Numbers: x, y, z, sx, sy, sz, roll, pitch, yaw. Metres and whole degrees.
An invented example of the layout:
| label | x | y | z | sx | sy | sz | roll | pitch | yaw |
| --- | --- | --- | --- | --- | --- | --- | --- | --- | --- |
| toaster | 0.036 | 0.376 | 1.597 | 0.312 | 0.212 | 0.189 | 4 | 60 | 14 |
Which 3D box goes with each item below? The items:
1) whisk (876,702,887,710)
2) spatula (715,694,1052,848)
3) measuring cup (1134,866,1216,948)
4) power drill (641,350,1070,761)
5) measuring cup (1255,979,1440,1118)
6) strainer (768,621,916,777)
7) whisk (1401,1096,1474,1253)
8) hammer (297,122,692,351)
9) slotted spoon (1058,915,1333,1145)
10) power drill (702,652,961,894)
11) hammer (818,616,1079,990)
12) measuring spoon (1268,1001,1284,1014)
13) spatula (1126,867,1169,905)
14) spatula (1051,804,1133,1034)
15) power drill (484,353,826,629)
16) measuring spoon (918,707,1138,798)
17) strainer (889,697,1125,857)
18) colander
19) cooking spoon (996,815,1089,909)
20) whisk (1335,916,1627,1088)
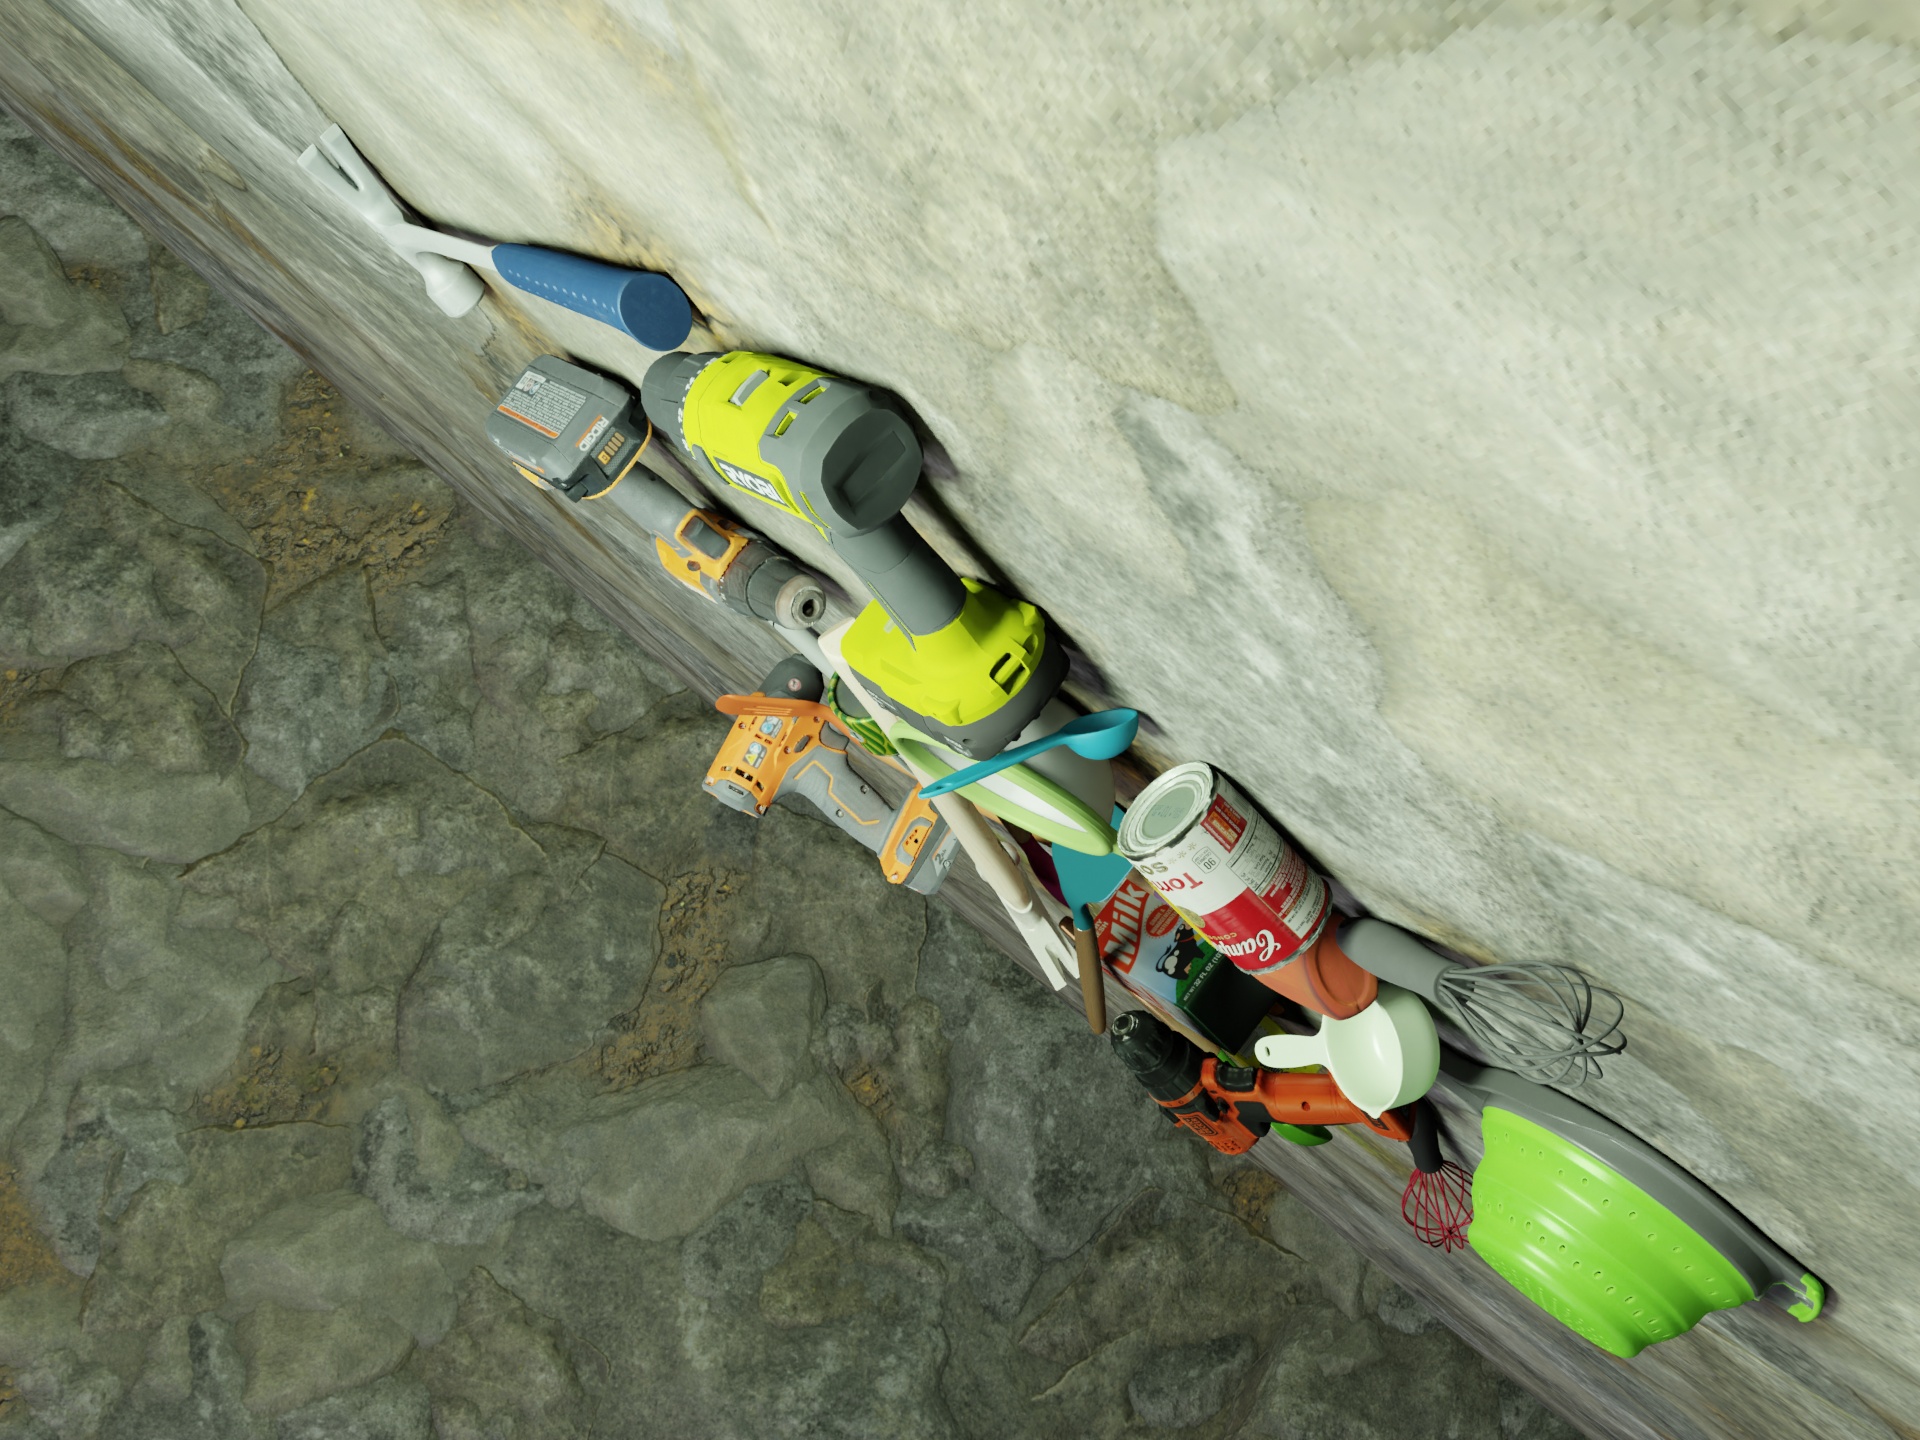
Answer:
| label | x | y | z | sx | sy | sz | roll | pitch | yaw |
| --- | --- | --- | --- | --- | --- | --- | --- | --- | --- |
| whisk | -0.002 | -0.002 | 1.080 | 0.070 | 0.070 | 0.284 | 35 | 175 | 25 |
| spatula | -0.055 | 0.042 | 1.358 | 0.322 | 0.041 | 0.081 | 28 | 167 | -7 |
| measuring cup | 0.147 | 0.108 | 1.143 | 0.062 | 0.029 | 0.157 | 46 | -179 | -34 |
| power drill | -0.057 | -0.092 | 0.799 | 0.191 | 0.080 | 0.228 | 29 | 163 | 47 |
| measuring cup | 0.240 | 0.203 | 0.996 | 0.167 | 0.038 | 0.083 | 147 | 115 | -67 |
| strainer | -0.085 | -0.026 | 1.344 | 0.259 | 0.050 | 0.086 | 42 | -166 | 22 |
| whisk | 0.394 | 0.374 | 1.327 | 0.073 | 0.073 | 0.295 | 32 | 162 | 40 |
| hammer | -0.269 | -0.268 | 0.918 | 0.406 | 0.035 | 0.143 | 29 | 167 | 48 |
| slotted spoon | 0.205 | 0.278 | 1.406 | 0.313 | 0.031 | 0.070 | 42 | -176 | -6 |
| power drill | -0.093 | 0.041 | 1.417 | 0.226 | 0.164 | 0.084 | 28 | 172 | -5 |
| hammer | -0.004 | 0.064 | 1.190 | 0.146 | 0.038 | 0.410 | 56 | 179 | 39 |
| measuring spoon | 0.224 | 0.213 | 1.347 | 0.117 | 0.011 | 0.021 | 36 | 170 | 15 |
| spatula | 0.132 | 0.114 | 1.210 | 0.316 | 0.018 | 0.059 | 34 | -175 | 36 |
| spatula | 0.105 | 0.160 | 1.211 | 0.082 | 0.044 | 0.317 | 40 | 158 | 30 |
| power drill | -0.203 | -0.147 | 1.115 | 0.185 | 0.084 | 0.226 | 30 | 171 | 46 |
| measuring spoon | 0.038 | 0.024 | 0.831 | 0.042 | 0.128 | 0.021 | 18 | 127 | 67 |
| strainer | 0.084 | 0.039 | 0.940 | 0.256 | 0.069 | 0.151 | 26 | 169 | 8 |
| colander | 0.315 | 0.268 | 0.987 | 0.397 | 0.094 | 0.204 | 33 | 169 | 34 |
| cooking spoon | 0.042 | 0.082 | 1.301 | 0.069 | 0.017 | 0.318 | 34 | 165 | 38 |
| whisk | 0.241 | 0.126 | 0.772 | 0.055 | 0.055 | 0.239 | 42 | 176 | -12 |
